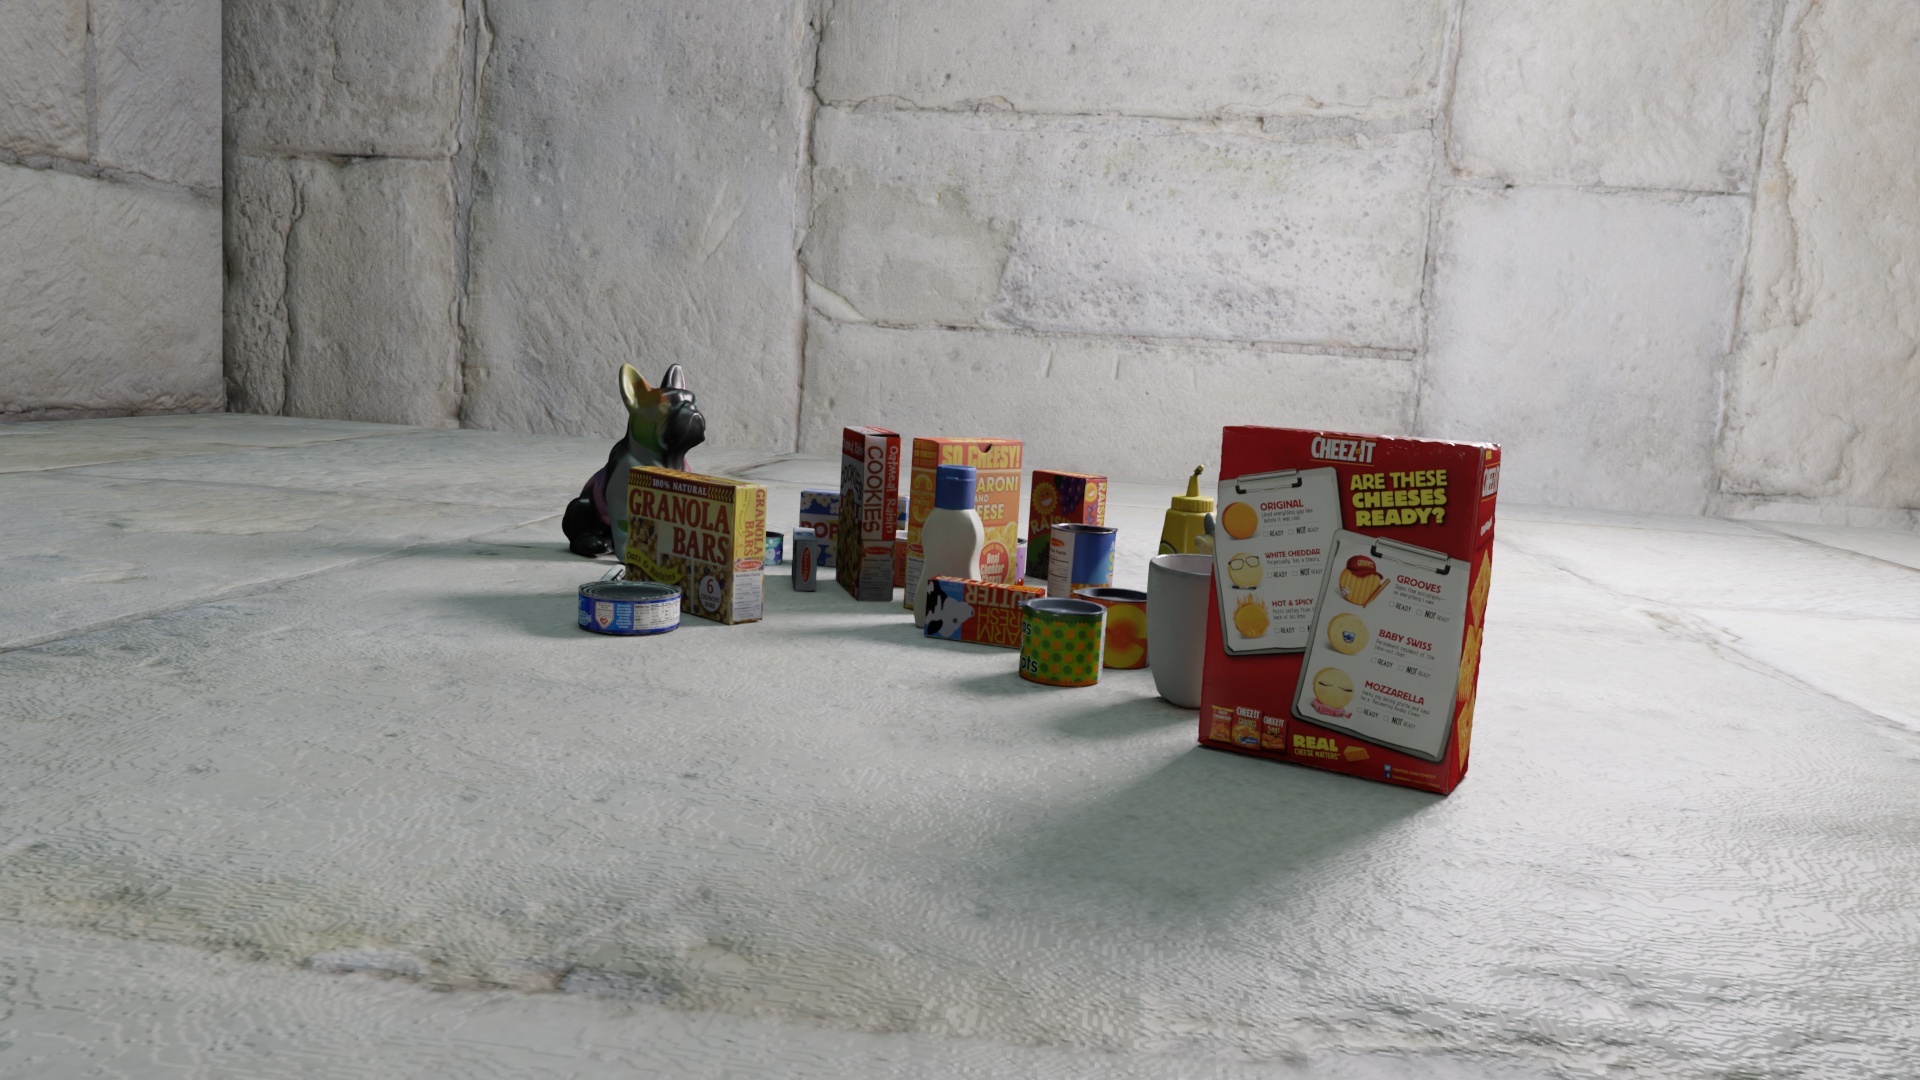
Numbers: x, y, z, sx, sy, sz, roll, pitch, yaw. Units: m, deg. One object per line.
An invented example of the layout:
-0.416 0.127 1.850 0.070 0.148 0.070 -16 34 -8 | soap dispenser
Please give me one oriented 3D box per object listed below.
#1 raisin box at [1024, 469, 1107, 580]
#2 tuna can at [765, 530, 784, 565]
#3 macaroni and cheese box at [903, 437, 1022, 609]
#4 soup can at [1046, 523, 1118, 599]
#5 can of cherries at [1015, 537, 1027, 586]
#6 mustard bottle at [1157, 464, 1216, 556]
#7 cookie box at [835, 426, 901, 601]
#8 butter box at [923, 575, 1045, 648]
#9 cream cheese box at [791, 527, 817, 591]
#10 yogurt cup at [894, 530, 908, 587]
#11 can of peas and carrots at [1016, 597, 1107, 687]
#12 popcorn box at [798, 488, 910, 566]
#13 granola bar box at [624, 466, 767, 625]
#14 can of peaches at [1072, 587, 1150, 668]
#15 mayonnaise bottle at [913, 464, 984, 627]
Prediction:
0.120 -0.015 1.571 0.040 0.123 0.086 -3 10 -43 | raisin box
-0.235 0.008 1.576 0.071 0.032 0.071 3 7 0 | tuna can
0.005 -0.017 1.369 0.040 0.166 0.124 10 10 43 | macaroni and cheese box
0.124 0.028 1.395 0.071 0.083 0.071 3 7 0 | soup can
0.037 0.026 1.468 0.071 0.058 0.071 3 7 0 | can of cherries
0.212 0.008 1.296 0.049 0.160 0.065 1 7 -17 | mustard bottle
-0.095 -0.031 1.423 0.040 0.167 0.123 2 7 -15 | cookie box
0.021 0.063 1.206 0.103 0.053 0.024 6 7 19 | butter box
-0.163 0.019 1.450 0.024 0.053 0.104 2 7 -8 | cream cheese box
-0.053 0.020 1.488 0.072 0.054 0.072 3 7 0 | yogurt cup
0.077 0.079 1.088 0.071 0.058 0.071 3 7 0 | can of peas and carrots
-0.120 -0.012 1.582 0.127 0.085 0.038 4 7 7 | popcorn box
-0.246 0.002 1.273 0.165 0.124 0.039 10 10 42 | granola bar box
0.127 0.072 1.161 0.071 0.058 0.071 3 7 0 | can of peaches
-0.007 0.006 1.255 0.065 0.147 0.041 5 7 12 | mayonnaise bottle
